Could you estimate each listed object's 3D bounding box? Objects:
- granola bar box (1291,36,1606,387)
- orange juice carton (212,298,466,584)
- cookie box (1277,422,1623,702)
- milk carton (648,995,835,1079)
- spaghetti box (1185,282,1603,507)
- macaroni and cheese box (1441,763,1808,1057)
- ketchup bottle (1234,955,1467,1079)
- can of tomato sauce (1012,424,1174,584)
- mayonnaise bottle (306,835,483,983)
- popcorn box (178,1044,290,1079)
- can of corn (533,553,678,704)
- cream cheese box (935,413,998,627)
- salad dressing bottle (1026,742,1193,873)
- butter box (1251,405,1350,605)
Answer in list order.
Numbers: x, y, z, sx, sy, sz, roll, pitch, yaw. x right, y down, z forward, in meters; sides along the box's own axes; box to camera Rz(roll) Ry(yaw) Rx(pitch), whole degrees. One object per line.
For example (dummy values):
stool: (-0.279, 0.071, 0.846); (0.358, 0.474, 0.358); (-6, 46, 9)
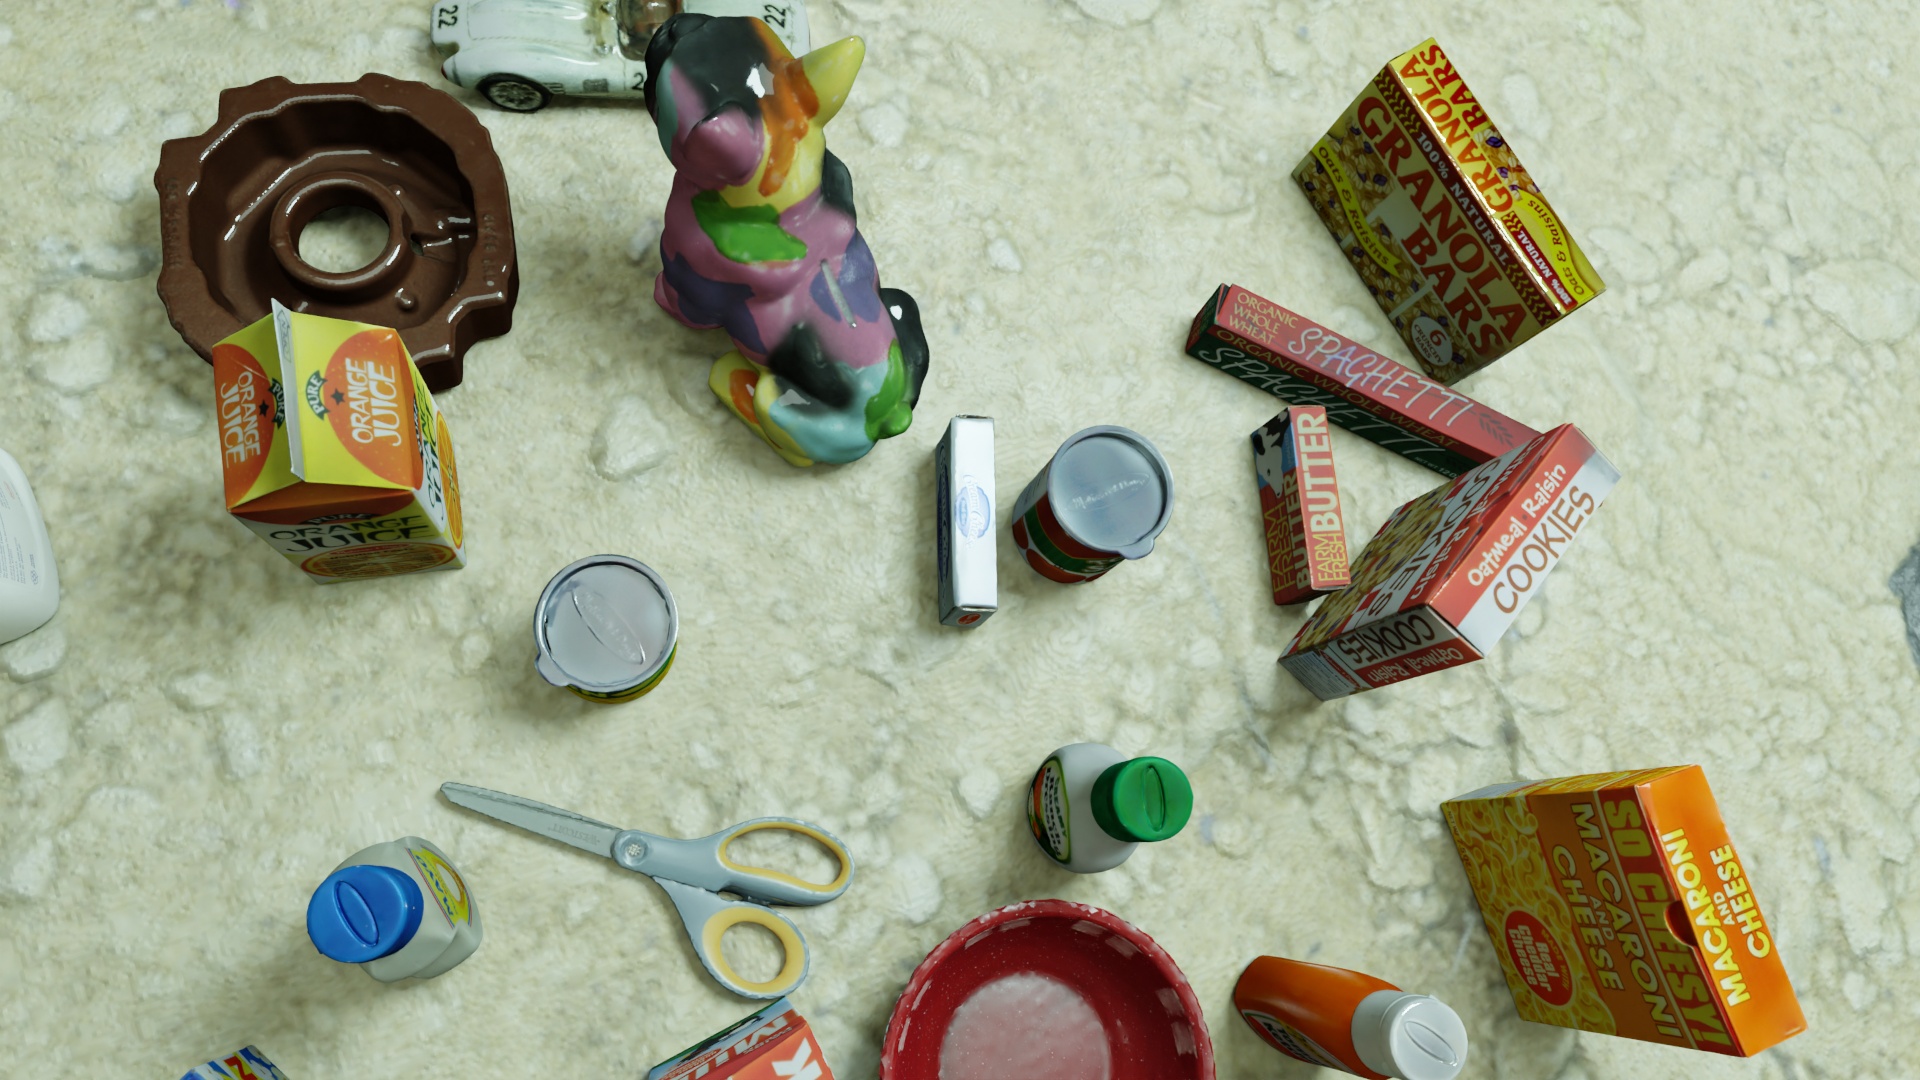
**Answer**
granola bar box: (0.270, -0.179, 0.789); (0.039, 0.124, 0.165); (-30, 84, -16)
orange juice carton: (-0.271, -0.037, 0.610); (0.073, 0.192, 0.072); (-8, 78, -13)
cookie box: (0.243, 0.016, 0.712); (0.040, 0.167, 0.123); (43, 73, 1)
milk carton: (-0.084, 0.245, 0.577); (0.073, 0.190, 0.072); (-25, 83, -16)
spaghetti box: (0.250, -0.076, 0.798); (0.250, 0.050, 0.029); (24, 73, -4)
macaroni and cheese box: (0.317, 0.180, 0.686); (0.040, 0.166, 0.124); (-16, 80, -14)
ketchup bottle: (0.185, 0.228, 0.657); (0.065, 0.148, 0.044); (36, 73, -1)
can of tomato sauce: (0.069, -0.015, 0.729); (0.071, 0.083, 0.071); (3, 76, -11)
mayonnaise bottle: (-0.240, 0.157, 0.591); (0.041, 0.147, 0.065); (-31, 84, -16)
popcorn box: (-0.281, 0.274, 0.586); (0.127, 0.085, 0.038); (42, 73, 1)
can of corn: (-0.173, 0.047, 0.678); (0.071, 0.058, 0.071); (3, 76, -11)
cream cheese box: (0.003, -0.009, 0.730); (0.024, 0.053, 0.104); (2, 76, -11)
salad dressing bottle: (0.069, 0.125, 0.660); (0.044, 0.147, 0.064); (-2, 77, -12)
butter box: (0.188, -0.019, 0.769); (0.024, 0.053, 0.103); (-2, 77, -12)
